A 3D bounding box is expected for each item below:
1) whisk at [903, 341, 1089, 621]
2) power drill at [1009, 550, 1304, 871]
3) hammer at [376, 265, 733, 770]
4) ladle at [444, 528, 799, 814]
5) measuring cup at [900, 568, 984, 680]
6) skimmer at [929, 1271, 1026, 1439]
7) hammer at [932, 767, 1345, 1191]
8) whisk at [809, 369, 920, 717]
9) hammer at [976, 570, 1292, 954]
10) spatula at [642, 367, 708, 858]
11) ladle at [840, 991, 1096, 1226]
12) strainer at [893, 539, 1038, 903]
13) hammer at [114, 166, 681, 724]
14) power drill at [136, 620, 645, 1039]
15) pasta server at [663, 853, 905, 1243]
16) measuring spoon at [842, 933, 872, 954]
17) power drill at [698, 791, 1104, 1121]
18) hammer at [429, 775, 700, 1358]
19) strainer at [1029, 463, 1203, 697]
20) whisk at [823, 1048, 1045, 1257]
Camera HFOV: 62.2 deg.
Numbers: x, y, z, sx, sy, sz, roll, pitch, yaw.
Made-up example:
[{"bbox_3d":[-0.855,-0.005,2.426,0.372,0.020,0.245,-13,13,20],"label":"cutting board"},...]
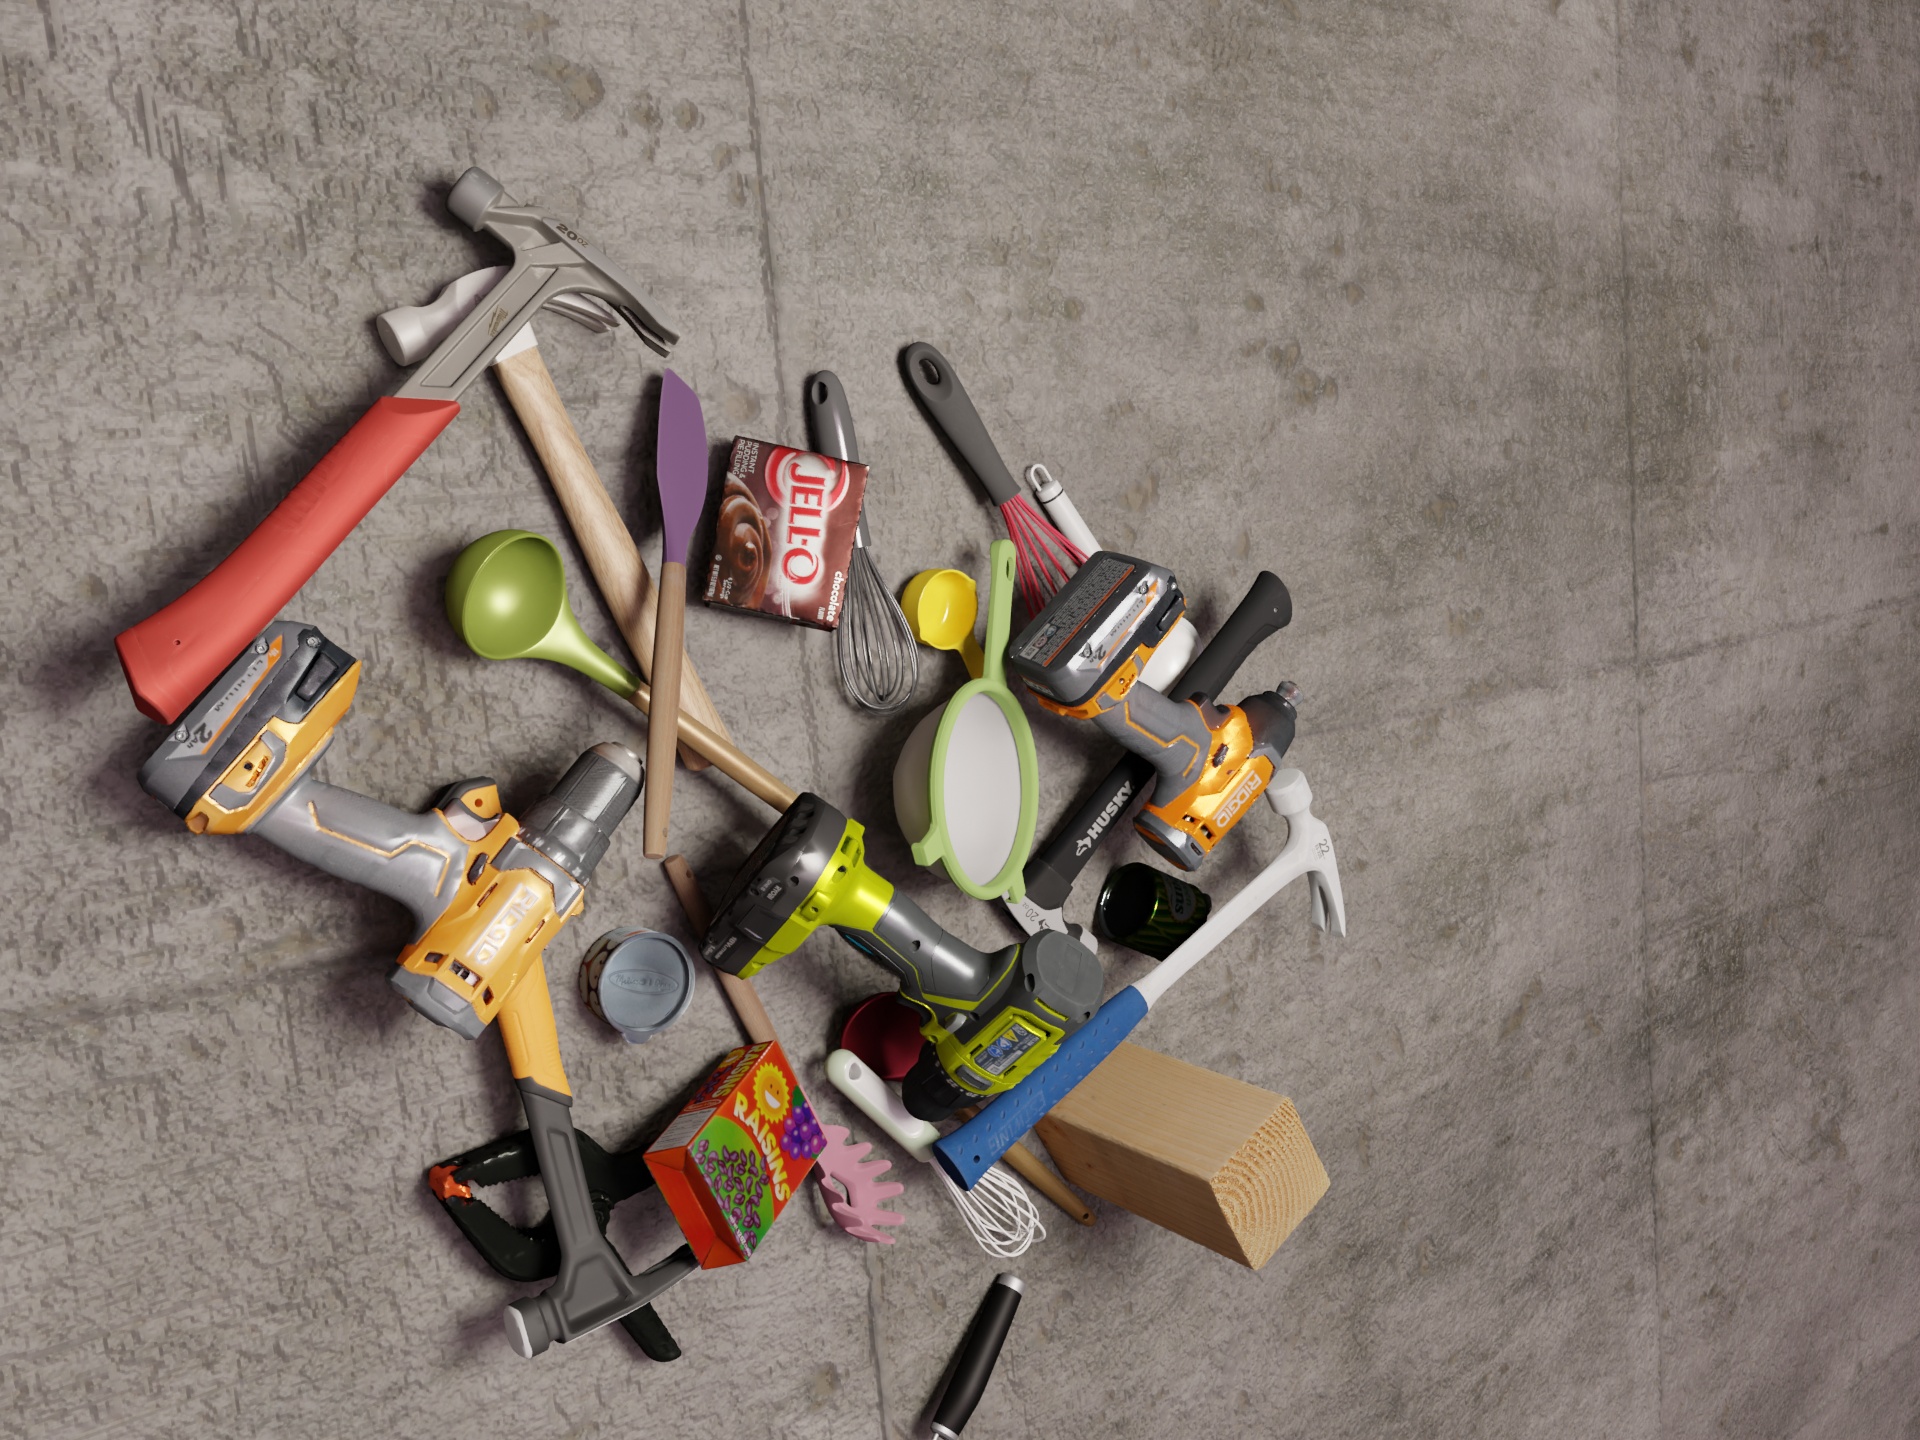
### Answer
[{"bbox_3d":[0.044,-0.146,1.156,0.073,0.073,0.295,-43,110,-26],"label":"whisk"},{"bbox_3d":[0.154,-0.016,1.145,0.164,0.084,0.226,-48,123,-10],"label":"power drill"},{"bbox_3d":[-0.221,-0.119,0.984,0.130,0.031,0.331,-35,113,-28],"label":"hammer"},{"bbox_3d":[-0.176,-0.003,0.976,0.320,0.062,0.078,39,74,-26],"label":"ladle"},{"bbox_3d":[0.002,-0.045,1.159,0.062,0.029,0.156,-47,129,-24],"label":"measuring cup"},{"bbox_3d":[-0.058,0.567,1.150,0.127,0.090,0.363,45,58,-26],"label":"skimmer"},{"bbox_3d":[0.143,0.206,1.187,0.405,0.035,0.144,-37,114,-24],"label":"hammer"},{"bbox_3d":[-0.070,-0.120,1.085,0.055,0.055,0.239,-15,98,-34],"label":"whisk"},{"bbox_3d":[0.140,0.020,1.211,0.146,0.035,0.335,43,82,-28],"label":"hammer"},{"bbox_3d":[-0.174,-0.069,0.962,0.059,0.018,0.316,43,43,-59],"label":"spatula"},{"bbox_3d":[0.013,0.297,1.183,0.069,0.031,0.315,-46,120,-6],"label":"ladle"},{"bbox_3d":[-0.002,-0.004,1.109,0.151,0.069,0.256,31,60,-58],"label":"strainer"},{"bbox_3d":[-0.305,-0.138,0.853,0.149,0.036,0.359,38,63,-13],"label":"hammer"},{"bbox_3d":[-0.302,0.040,0.880,0.226,0.084,0.185,41,70,-16],"label":"power drill"},{"bbox_3d":[-0.120,0.226,1.076,0.316,0.040,0.060,66,26,-17],"label":"pasta server"},{"bbox_3d":[-0.042,0.171,1.146,0.128,0.021,0.042,35,74,-23],"label":"measuring spoon"},{"bbox_3d":[-0.047,0.164,1.025,0.228,0.190,0.080,34,39,-10],"label":"power drill"},{"bbox_3d":[-0.248,0.197,0.955,0.127,0.034,0.337,-16,94,-38],"label":"hammer"},{"bbox_3d":[0.124,-0.092,1.230,0.087,0.050,0.258,-40,112,-11],"label":"strainer"},{"bbox_3d":[-0.017,0.311,1.141,0.246,0.059,0.058,49,50,-29],"label":"whisk"}]
